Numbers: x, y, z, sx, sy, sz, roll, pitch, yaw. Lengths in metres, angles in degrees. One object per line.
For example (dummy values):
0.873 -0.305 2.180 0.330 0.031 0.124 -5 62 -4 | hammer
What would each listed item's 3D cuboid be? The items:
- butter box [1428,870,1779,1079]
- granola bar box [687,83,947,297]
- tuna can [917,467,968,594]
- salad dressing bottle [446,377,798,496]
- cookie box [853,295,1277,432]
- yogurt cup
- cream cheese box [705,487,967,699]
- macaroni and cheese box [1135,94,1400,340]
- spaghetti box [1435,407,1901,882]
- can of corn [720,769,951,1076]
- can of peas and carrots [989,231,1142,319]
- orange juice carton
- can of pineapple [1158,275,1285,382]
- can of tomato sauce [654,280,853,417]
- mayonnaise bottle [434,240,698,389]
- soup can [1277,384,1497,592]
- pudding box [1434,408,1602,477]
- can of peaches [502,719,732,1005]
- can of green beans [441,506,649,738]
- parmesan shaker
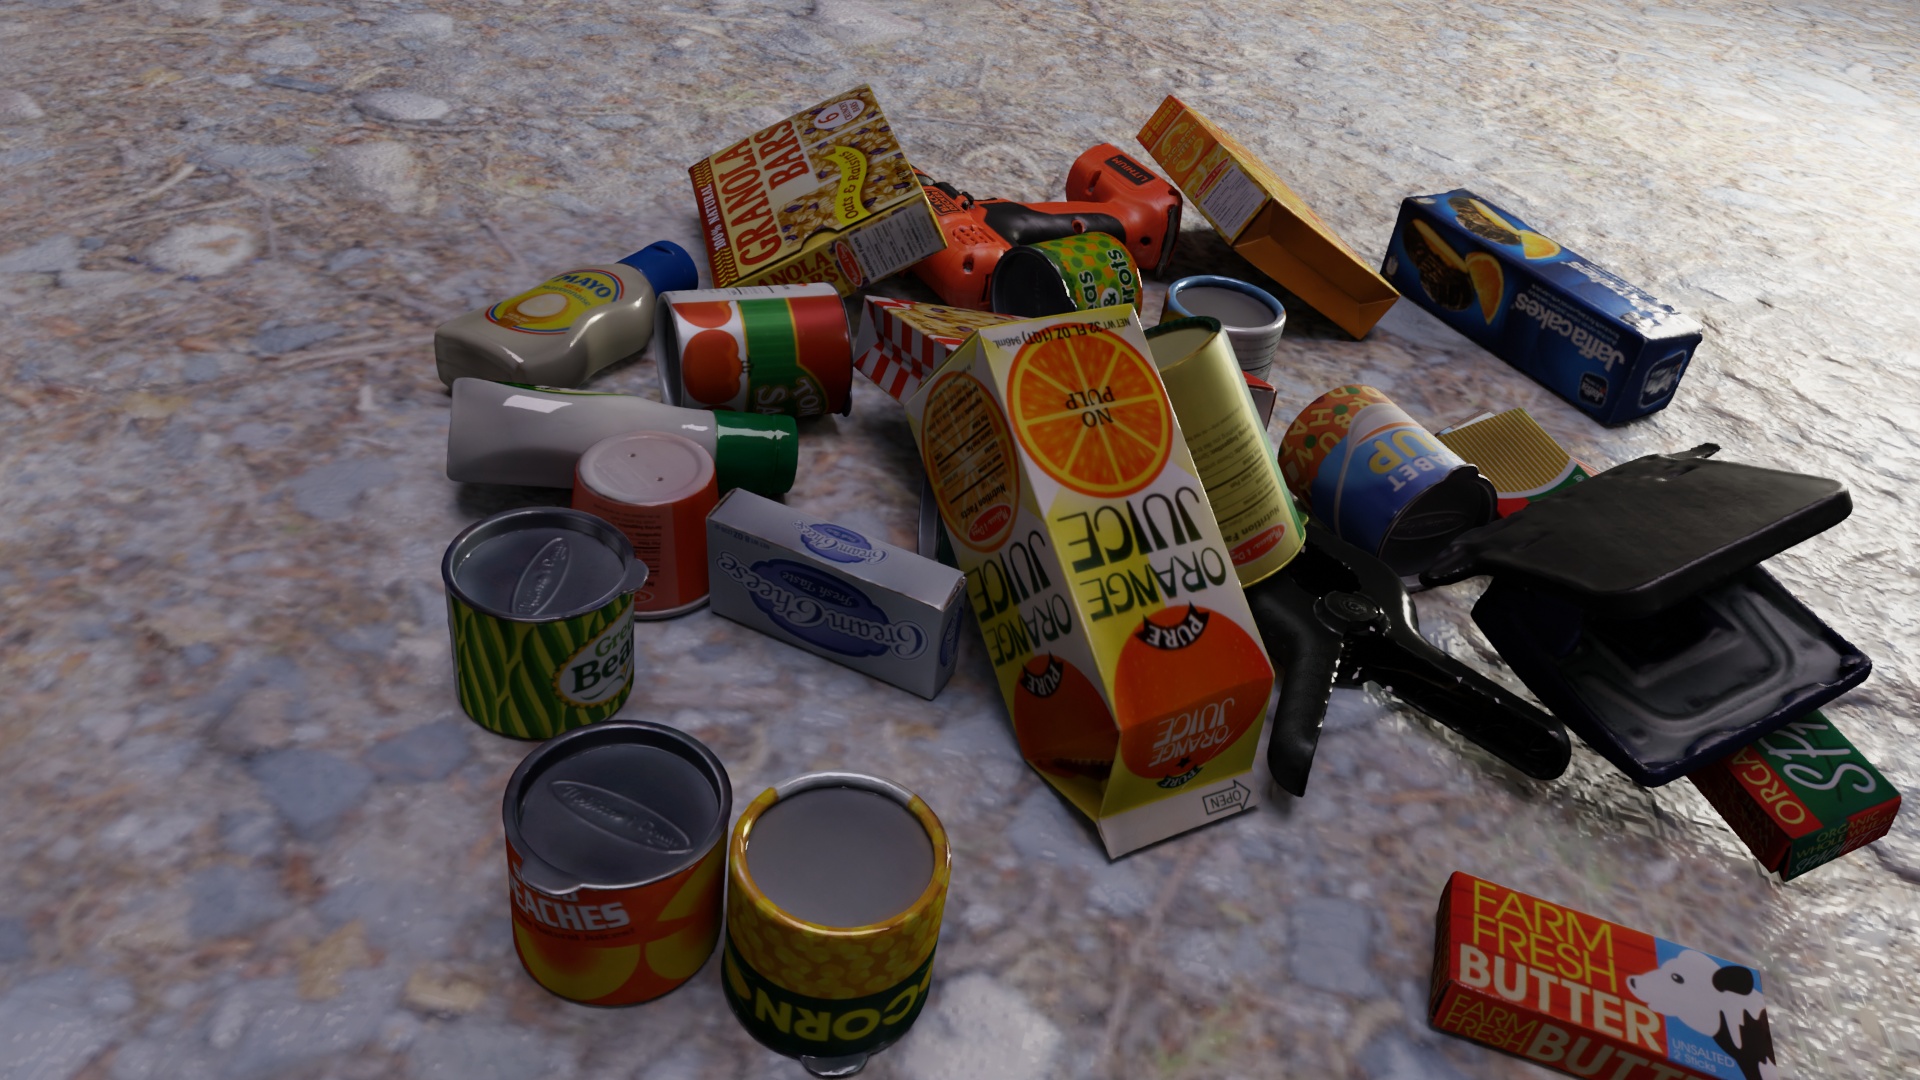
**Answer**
0.209 0.150 0.458 0.103 0.024 0.053 17 36 10 | butter box
-0.087 -0.194 0.799 0.124 0.039 0.166 -25 40 3 | granola bar box
0.002 -0.007 0.589 0.033 0.070 0.071 4 36 -9 | tuna can
-0.147 -0.043 0.614 0.148 0.044 0.064 4 -8 -20 | salad dressing bottle
0.048 -0.079 0.668 0.168 0.040 0.123 3 19 -25 | cookie box
-0.129 -0.009 0.570 0.072 0.053 0.073 6 36 -4 | yogurt cup
-0.050 0.021 0.548 0.104 0.053 0.024 20 44 15 | cream cheese box
0.192 -0.208 0.882 0.123 0.040 0.167 26 26 -32 | macaroni and cheese box
0.294 0.032 0.606 0.050 0.028 0.251 -20 46 -5 | spaghetti box
-0.038 0.114 0.421 0.071 0.058 0.071 6 36 -4 | can of corn
0.061 -0.135 0.774 0.059 0.070 0.071 -20 45 -35 | can of peas and carrots
0.052 0.016 0.521 0.072 0.072 0.193 -14 79 -29 | orange juice carton
0.138 -0.106 0.760 0.071 0.057 0.071 6 36 -4 | can of pineapple
-0.101 -0.089 0.677 0.083 0.070 0.071 -8 39 -22 | can of tomato sauce
-0.192 -0.113 0.707 0.065 0.041 0.149 22 38 19 | mayonnaise bottle
0.201 -0.028 0.658 0.071 0.071 0.084 -8 40 -23 | soup can
0.289 -0.032 0.718 0.050 0.030 0.084 -22 47 -38 | pudding box
-0.106 0.100 0.425 0.071 0.057 0.071 7 37 -5 | can of peaches
-0.153 0.030 0.509 0.071 0.057 0.071 6 36 -4 | can of green beans
0.101 -0.037 0.592 0.071 0.102 0.071 -22 21 9 | parmesan shaker
